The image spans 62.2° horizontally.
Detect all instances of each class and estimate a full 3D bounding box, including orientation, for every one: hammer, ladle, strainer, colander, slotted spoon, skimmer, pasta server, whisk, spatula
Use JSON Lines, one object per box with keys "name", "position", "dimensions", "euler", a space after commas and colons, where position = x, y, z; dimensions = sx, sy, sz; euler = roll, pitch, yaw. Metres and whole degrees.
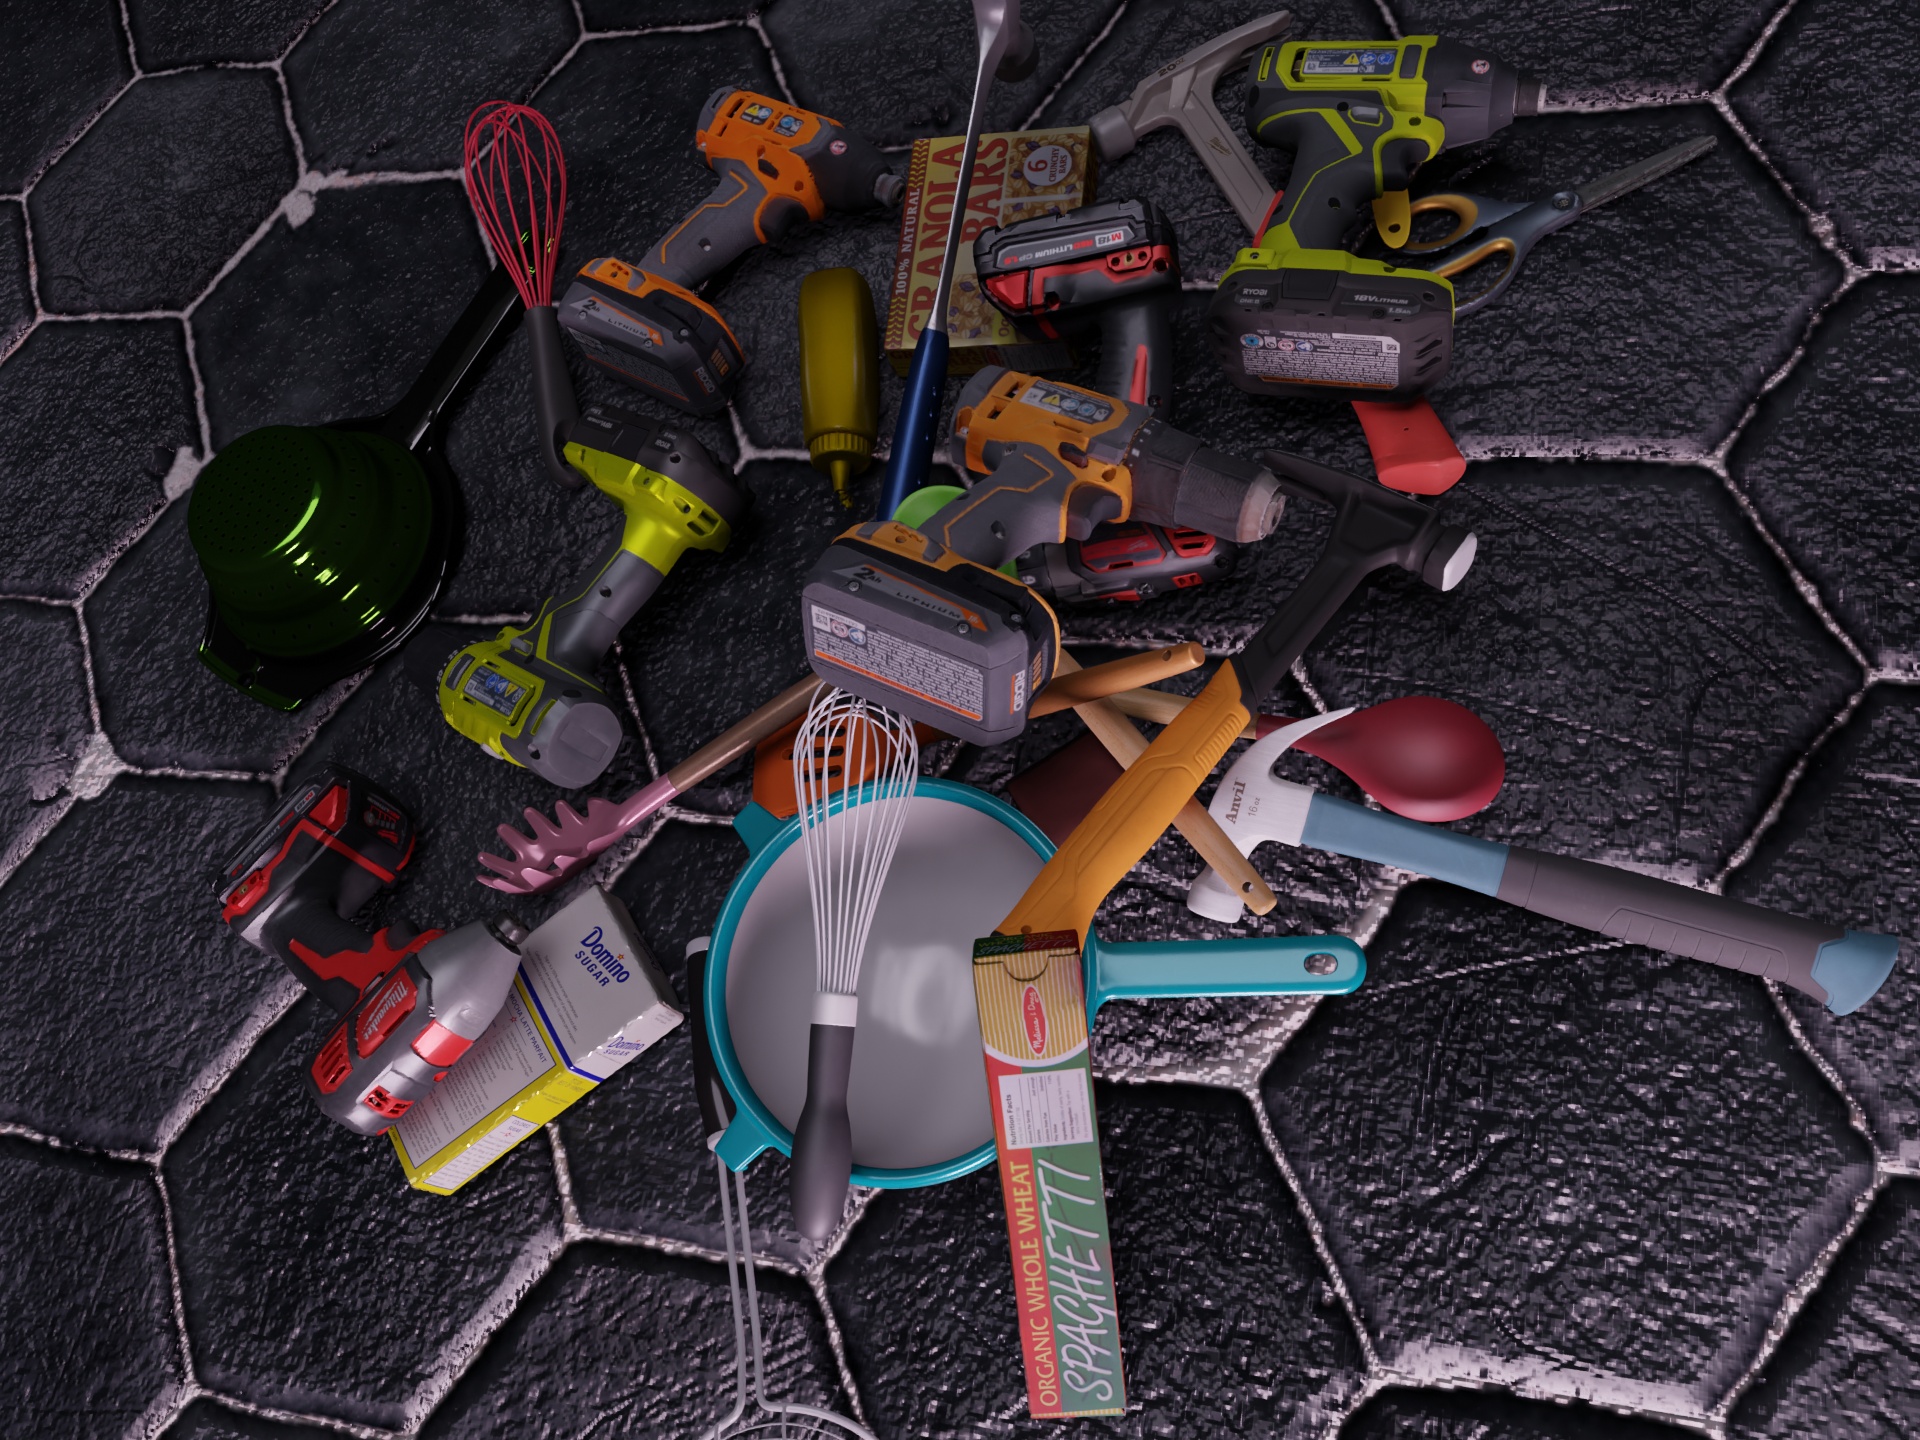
{"name": "hammer", "position": [0.217, -0.289, 0.986], "dimensions": [0.149, 0.036, 0.359], "euler": [-27, 64, 5]}
{"name": "ladle", "position": [0.144, -0.003, 0.901], "dimensions": [0.315, 0.031, 0.069], "euler": [11, 76, 22]}
{"name": "strainer", "position": [0.039, 0.138, 0.840], "dimensions": [0.340, 0.095, 0.211], "euler": [-4, 72, 13]}
{"name": "colander", "position": [-0.414, -0.203, 1.105], "dimensions": [0.205, 0.094, 0.397], "euler": [26, 78, 24]}
{"name": "hammer", "position": [0.289, 0.082, 0.808], "dimensions": [0.331, 0.033, 0.128], "euler": [15, 95, 17]}
{"name": "slotted spoon", "position": [0.064, -0.015, 0.868], "dimensions": [0.070, 0.031, 0.314], "euler": [-46, 65, 14]}
{"name": "hammer", "position": [-0.015, -0.245, 0.956], "dimensions": [0.035, 0.144, 0.405], "euler": [11, 91, 12]}
{"name": "skimmer", "position": [-0.106, 0.292, 0.857], "dimensions": [0.127, 0.090, 0.364], "euler": [-21, 55, 11]}
{"name": "pasta server", "position": [-0.154, 0.018, 0.953], "dimensions": [0.316, 0.040, 0.060], "euler": [-33, 35, 10]}
{"name": "whisk", "position": [-0.296, -0.302, 1.111], "dimensions": [0.073, 0.073, 0.296], "euler": [-14, 79, 11]}
{"name": "hammer", "position": [0.124, -0.005, 0.819], "dimensions": [0.127, 0.034, 0.337], "euler": [31, 68, 28]}
{"name": "spatula", "position": [-0.001, -0.003, 0.883], "dimensions": [0.322, 0.041, 0.081], "euler": [-16, 61, 44]}
{"name": "whisk", "position": [-0.059, 0.112, 0.797], "dimensions": [0.070, 0.070, 0.285], "euler": [0, 78, 17]}

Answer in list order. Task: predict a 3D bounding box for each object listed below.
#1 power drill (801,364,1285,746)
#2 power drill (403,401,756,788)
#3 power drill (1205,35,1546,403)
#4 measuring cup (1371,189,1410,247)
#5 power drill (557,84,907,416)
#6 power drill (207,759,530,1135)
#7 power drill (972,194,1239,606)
{"name": "power drill", "position": [0.047, -0.089, 0.814], "dimensions": [0.185, 0.084, 0.226], "euler": [22, 50, 19]}
{"name": "power drill", "position": [-0.251, -0.084, 1.014], "dimensions": [0.191, 0.080, 0.228], "euler": [24, 78, 39]}
{"name": "power drill", "position": [0.238, -0.300, 0.923], "dimensions": [0.171, 0.080, 0.223], "euler": [9, 68, 20]}
{"name": "measuring cup", "position": [0.266, -0.356, 1.002], "dimensions": [0.062, 0.029, 0.157], "euler": [-7, 68, 14]}
{"name": "power drill", "position": [-0.149, -0.323, 1.084], "dimensions": [0.164, 0.084, 0.226], "euler": [27, 75, 23]}
{"name": "power drill", "position": [-0.344, 0.124, 0.937], "dimensions": [0.143, 0.078, 0.220], "euler": [-47, 50, -5]}
{"name": "power drill", "position": [0.059, -0.177, 0.946], "dimensions": [0.188, 0.080, 0.227], "euler": [-8, 85, 16]}
